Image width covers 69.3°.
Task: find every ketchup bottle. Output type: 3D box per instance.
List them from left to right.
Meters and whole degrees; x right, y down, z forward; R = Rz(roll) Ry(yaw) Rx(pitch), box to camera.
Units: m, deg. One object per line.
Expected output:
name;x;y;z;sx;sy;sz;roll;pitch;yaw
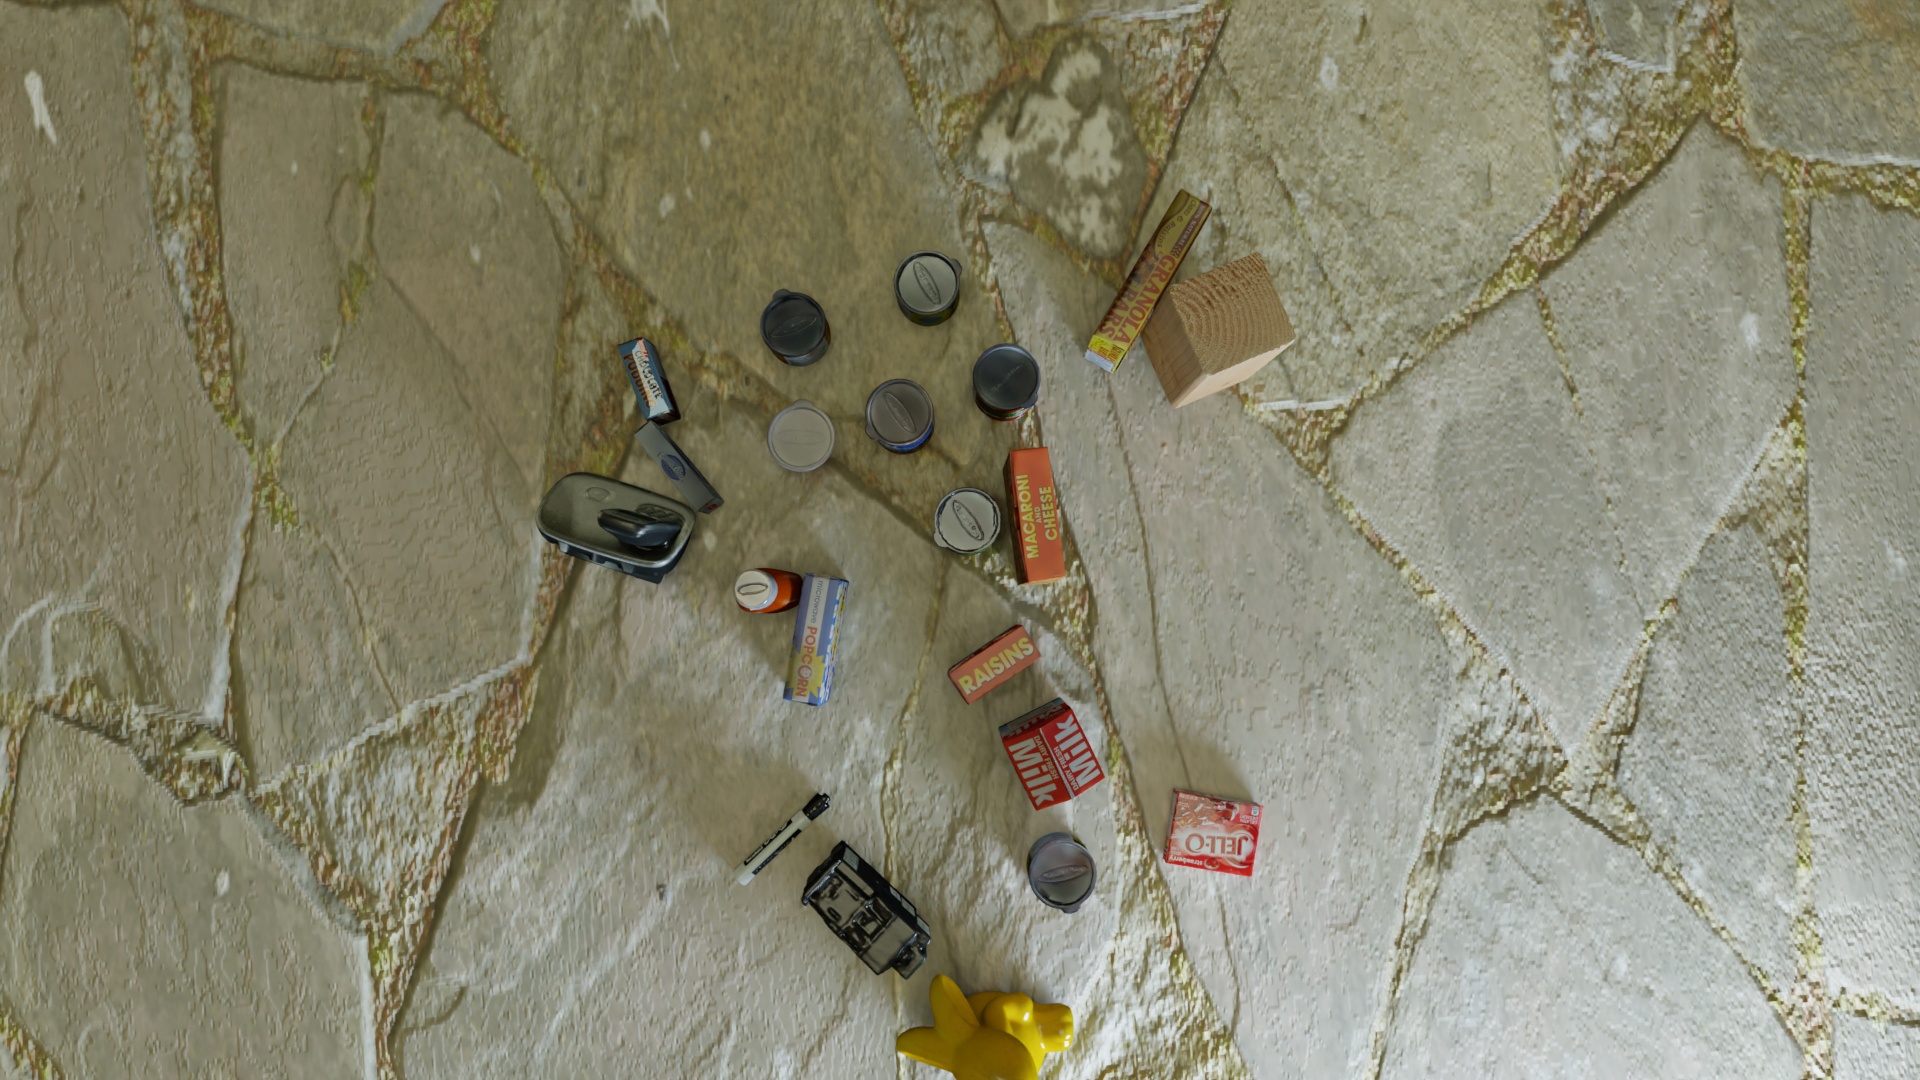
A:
ketchup bottle;-0.190;0.049;1.342;0.065;0.148;0.043;-7;87;0

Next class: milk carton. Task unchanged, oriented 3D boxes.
milk carton;0.085;0.201;1.311;0.073;0.190;0.072;-26;87;-1

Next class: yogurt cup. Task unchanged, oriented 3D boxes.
yogurt cup;-0.158;-0.101;1.399;0.072;0.054;0.072;0;87;0

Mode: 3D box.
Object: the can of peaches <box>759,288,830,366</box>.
can of peaches;-0.167;-0.215;1.404;0.071;0.058;0.071;0;87;0

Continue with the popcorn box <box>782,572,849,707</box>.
popcorn box;-0.141;0.097;1.371;0.038;0.085;0.126;10;87;1

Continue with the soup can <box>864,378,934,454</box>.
soup can;-0.061;-0.121;1.385;0.071;0.083;0.071;0;87;0

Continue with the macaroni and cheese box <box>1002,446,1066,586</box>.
macaroni and cheese box;0.069;-0.019;1.338;0.040;0.166;0.123;-8;87;0

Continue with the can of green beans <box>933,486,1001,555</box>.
can of green beans;0.007;-0.018;1.392;0.071;0.058;0.071;0;87;0

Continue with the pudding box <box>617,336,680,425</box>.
pudding box;-0.314;-0.160;1.405;0.030;0.049;0.083;-21;87;-1

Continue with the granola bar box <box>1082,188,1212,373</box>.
granola bar box;0.184;-0.252;1.374;0.039;0.124;0.165;31;87;2

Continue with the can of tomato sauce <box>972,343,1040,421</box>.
can of tomato sauce;0.047;-0.155;1.388;0.071;0.083;0.071;0;87;0

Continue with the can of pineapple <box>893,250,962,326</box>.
can of pineapple;-0.032;-0.255;1.407;0.071;0.058;0.071;0;87;0

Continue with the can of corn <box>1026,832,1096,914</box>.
can of corn;0.099;0.327;1.370;0.071;0.058;0.071;0;87;0

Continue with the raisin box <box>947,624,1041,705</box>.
raisin box;0.032;0.119;1.350;0.086;0.123;0.040;-33;87;-2

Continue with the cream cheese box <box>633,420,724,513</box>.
cream cheese box;-0.283;-0.072;1.397;0.024;0.053;0.104;-40;87;-2
